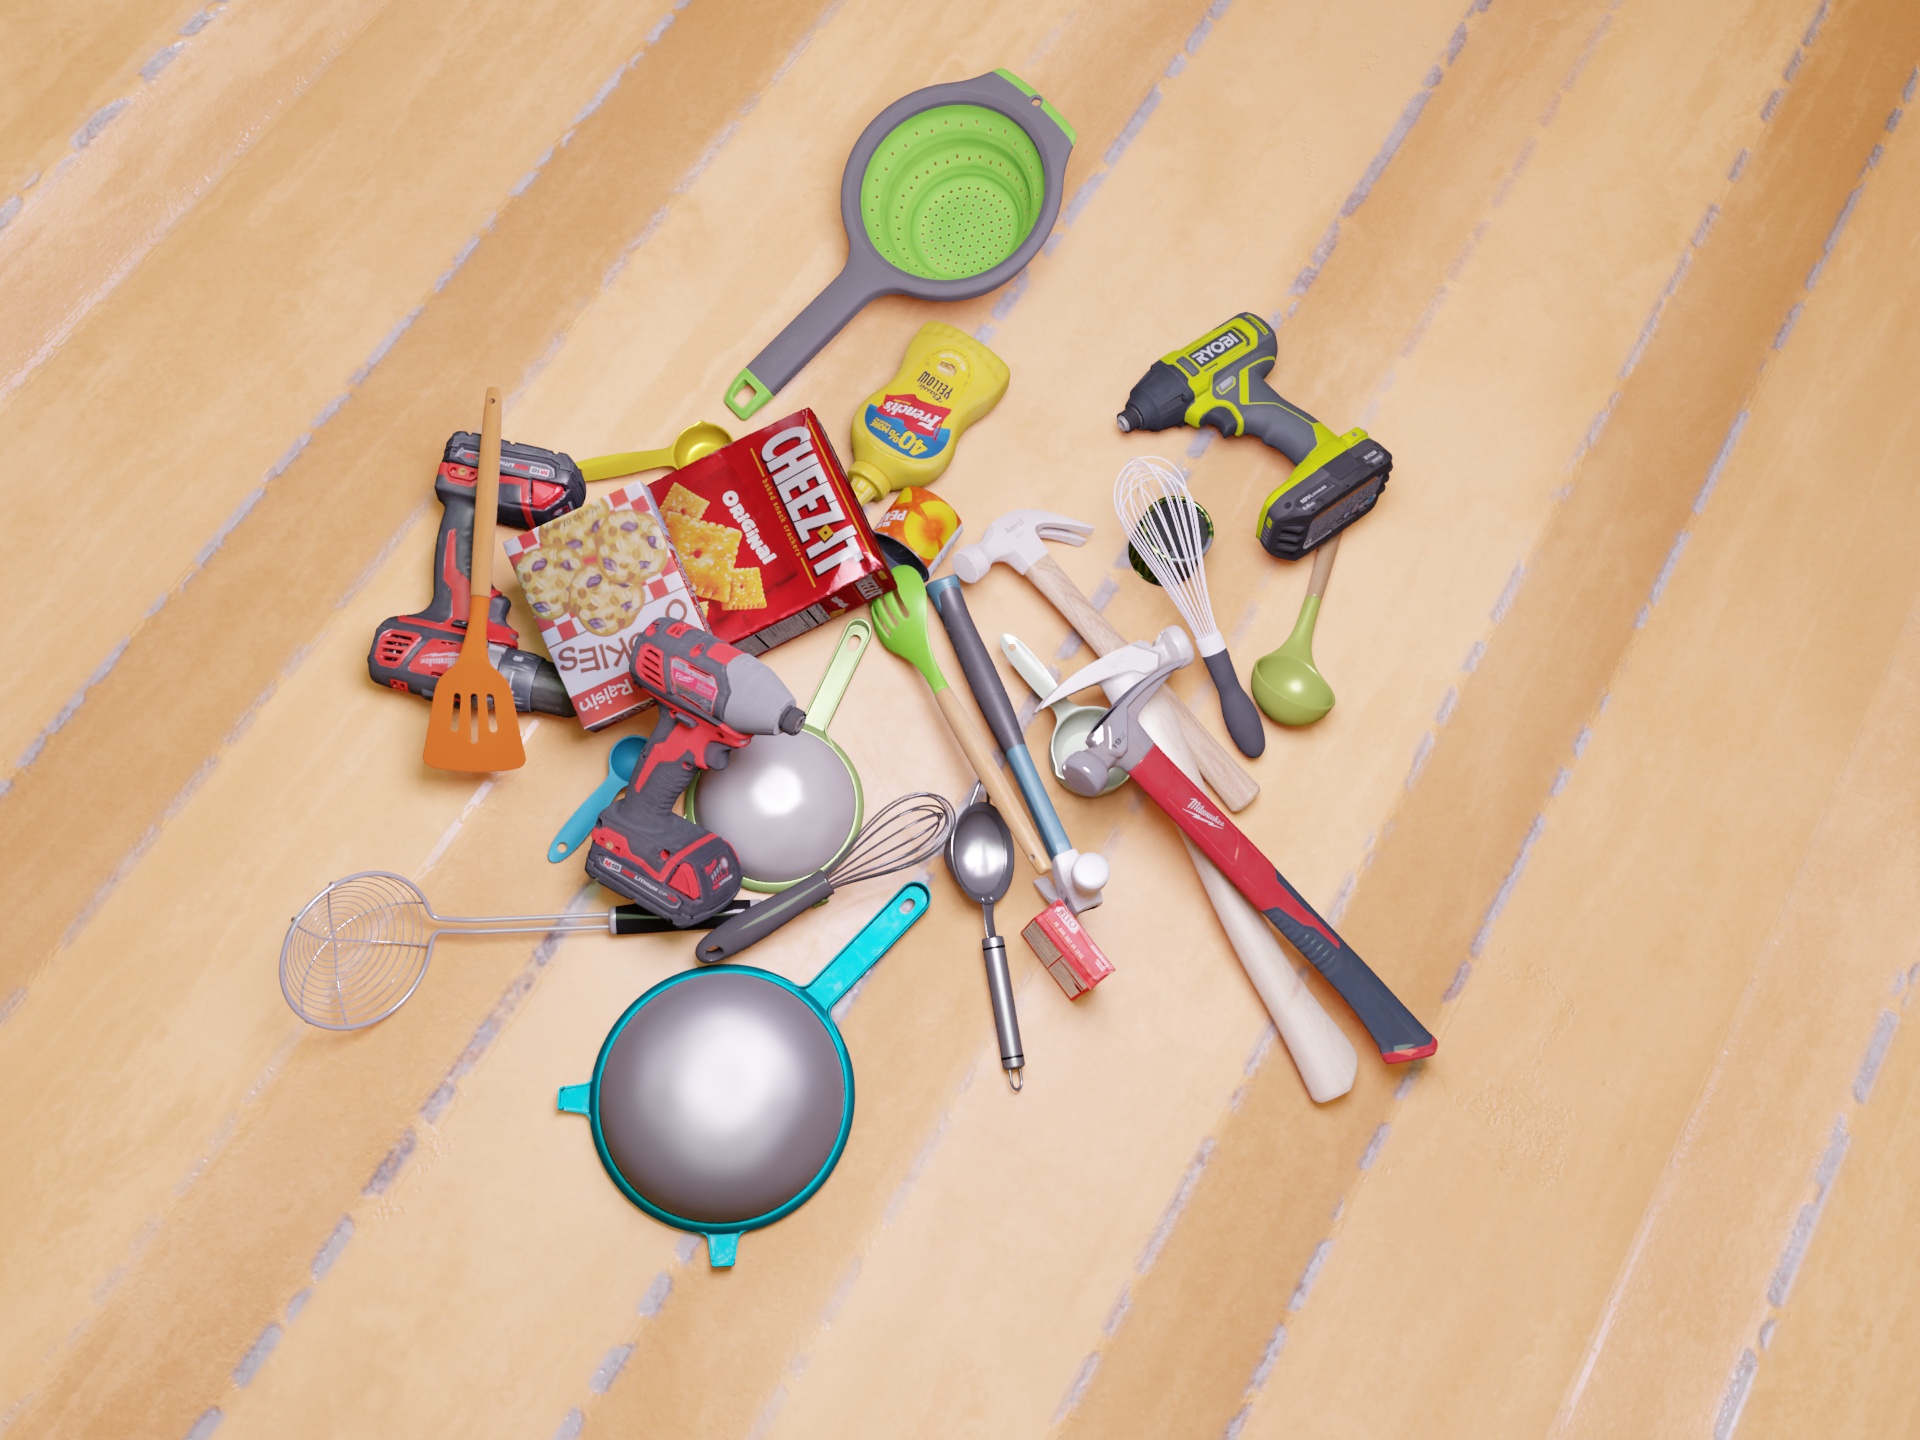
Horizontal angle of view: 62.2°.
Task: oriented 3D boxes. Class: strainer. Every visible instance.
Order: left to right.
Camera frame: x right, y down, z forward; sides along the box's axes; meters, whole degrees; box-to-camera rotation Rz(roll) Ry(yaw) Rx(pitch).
[{"bbox_3d":[-0.141,0.246,1.251,0.211,0.095,0.340,43,75,7],"label":"strainer"},{"bbox_3d":[-0.133,0.018,1.334,0.151,0.069,0.256,24,73,1],"label":"strainer"},{"bbox_3d":[0.023,0.177,1.320,0.086,0.050,0.258,4,73,-52],"label":"strainer"}]

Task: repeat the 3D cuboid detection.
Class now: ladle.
[{"bbox_3d":[0.332,-0.137,1.445,0.078,0.062,0.320,22,69,-4],"label":"ladle"}]

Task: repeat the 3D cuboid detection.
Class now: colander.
[{"bbox_3d":[-0.060,-0.417,1.476,0.397,0.094,0.204,-44,78,1],"label":"colander"}]

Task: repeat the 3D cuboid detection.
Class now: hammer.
[{"bbox_3d":[0.042,0.014,1.343,0.033,0.128,0.331,-18,67,-12],"label":"hammer"},{"bbox_3d":[0.144,-0.054,1.398,0.331,0.031,0.130,48,56,4],"label":"hammer"},{"bbox_3d":[0.210,0.131,1.330,0.146,0.038,0.411,-25,86,-13],"label":"hammer"},{"bbox_3d":[0.259,0.126,1.301,0.386,0.038,0.143,46,66,-5],"label":"hammer"}]

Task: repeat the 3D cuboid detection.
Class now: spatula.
[{"bbox_3d":[-0.389,-0.119,1.298,0.081,0.041,0.323,1,75,-5],"label":"spatula"}]

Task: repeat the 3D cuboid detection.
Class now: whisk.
[{"bbox_3d":[-0.110,0.129,1.285,0.239,0.055,0.055,-31,79,-3],"label":"whisk"},{"bbox_3d":[0.204,-0.095,1.372,0.070,0.070,0.284,-27,100,-14],"label":"whisk"}]

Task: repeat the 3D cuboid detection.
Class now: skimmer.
[{"bbox_3d":[-0.337,0.173,1.253,0.363,0.090,0.127,-2,107,-10],"label":"skimmer"}]

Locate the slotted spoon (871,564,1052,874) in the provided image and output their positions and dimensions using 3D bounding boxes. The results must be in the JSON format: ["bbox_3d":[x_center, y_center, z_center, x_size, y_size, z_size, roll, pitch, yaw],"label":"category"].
[{"bbox_3d":[-0.002,-0.004,1.333,0.031,0.070,0.314,-1,53,-47],"label":"slotted spoon"}]

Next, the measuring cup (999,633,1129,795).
[{"bbox_3d":[0.086,-0.006,1.386,0.083,0.038,0.168,-35,78,-15],"label":"measuring cup"}]

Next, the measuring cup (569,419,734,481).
[{"bbox_3d":[-0.276,-0.227,1.420,0.156,0.029,0.062,-9,74,1],"label":"measuring cup"}]

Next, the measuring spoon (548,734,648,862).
[{"bbox_3d":[-0.300,0.068,1.331,0.042,0.021,0.128,38,82,5],"label":"measuring spoon"}]

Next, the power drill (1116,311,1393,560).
[{"bbox_3d":[0.265,-0.258,1.449,0.171,0.080,0.223,-34,66,-16],"label":"power drill"}]

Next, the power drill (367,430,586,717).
[{"bbox_3d":[-0.379,-0.114,1.345,0.188,0.080,0.227,12,75,-3],"label":"power drill"}]

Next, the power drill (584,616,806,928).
[{"bbox_3d":[-0.204,0.042,1.236,0.143,0.078,0.219,26,114,15],"label":"power drill"}]
